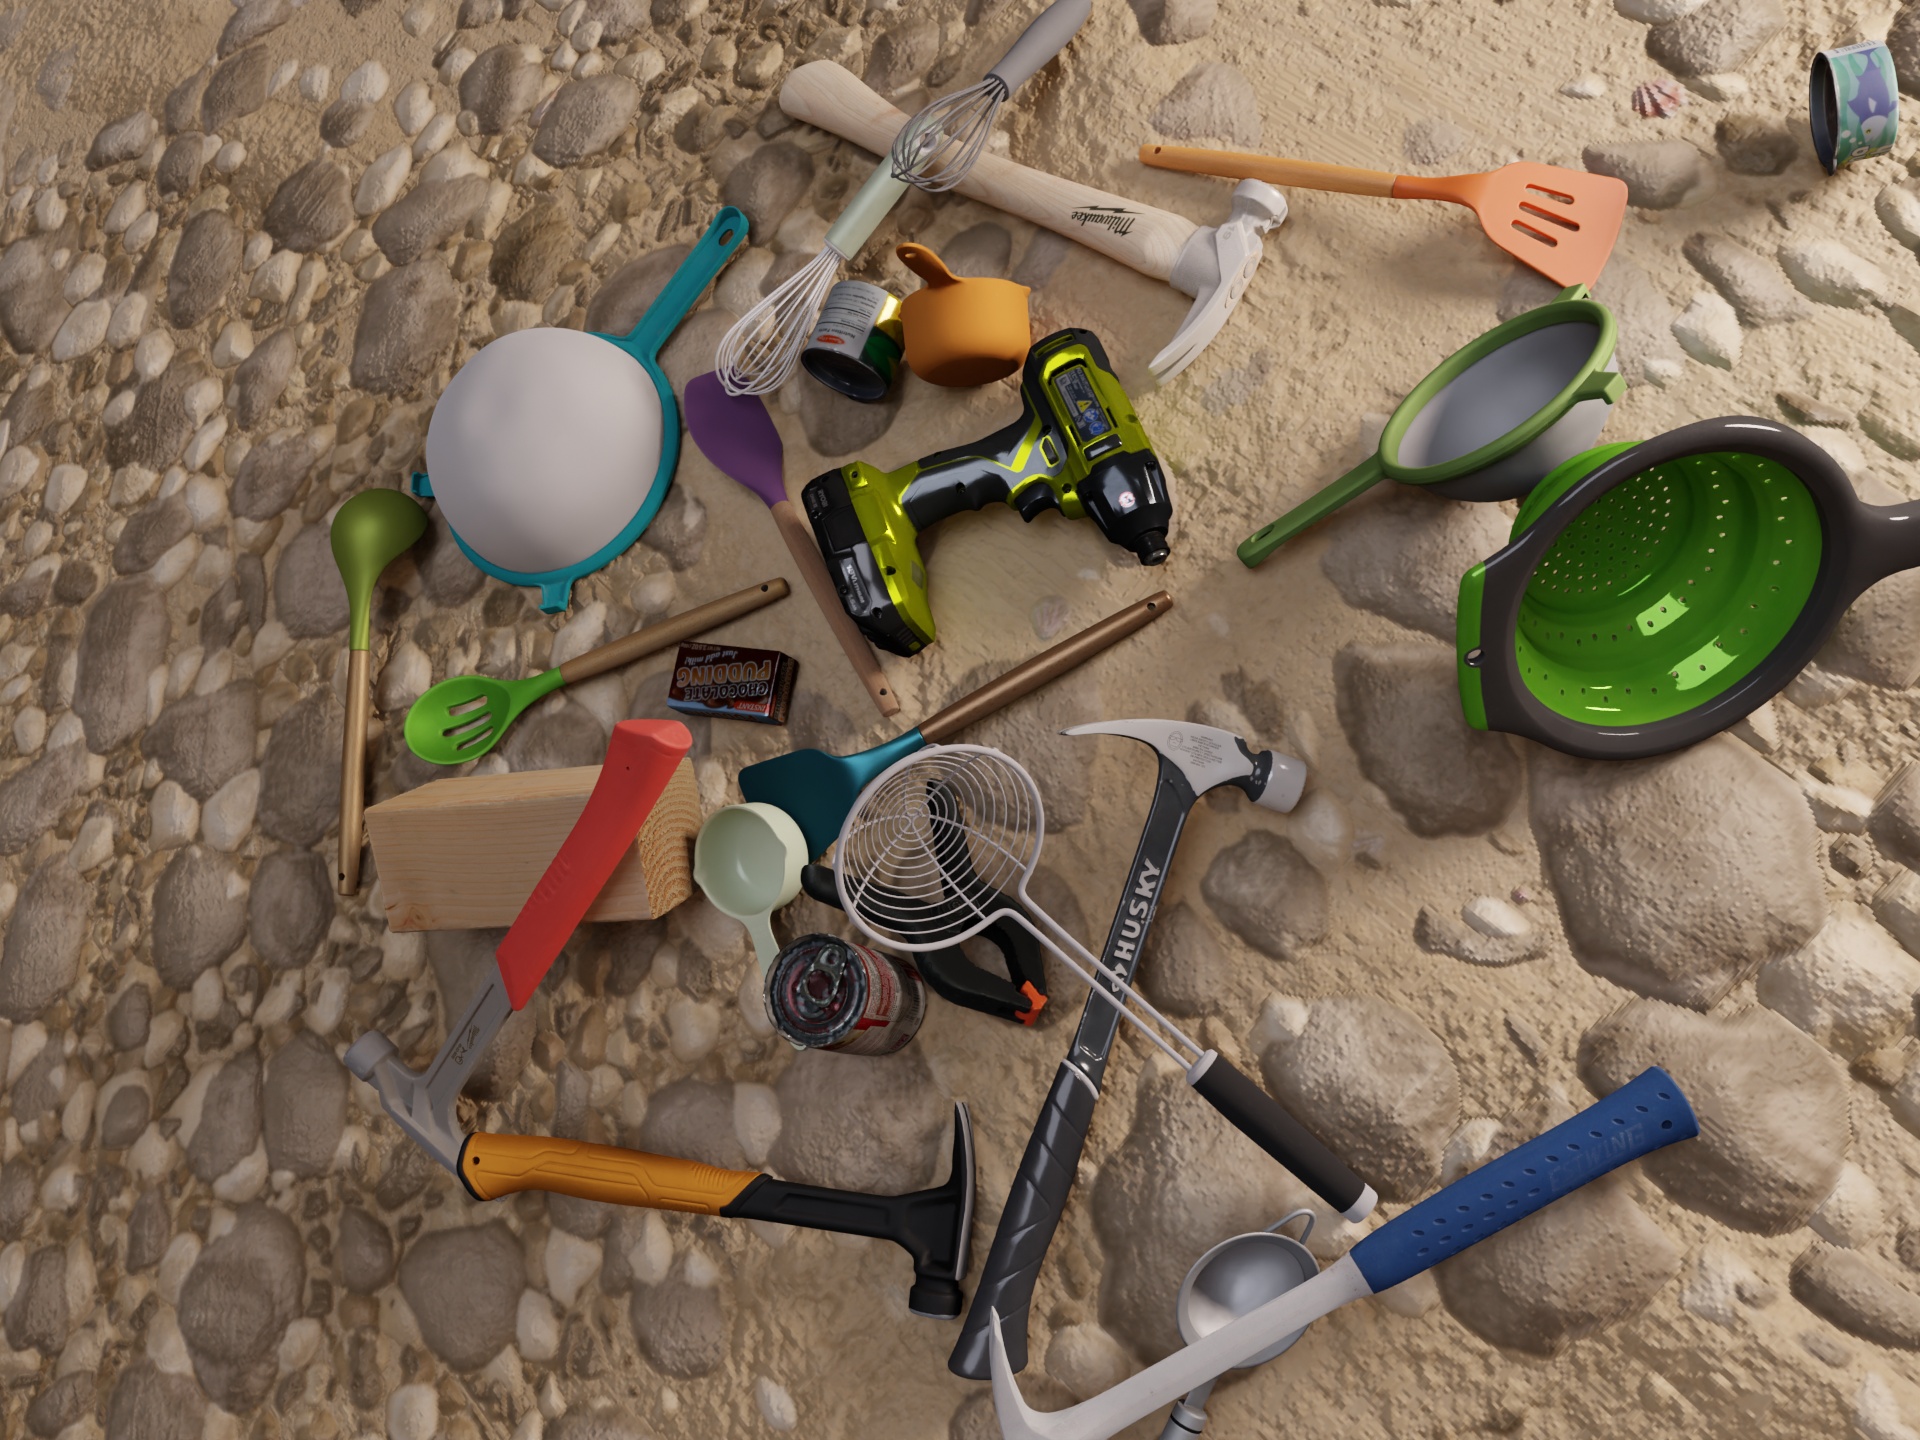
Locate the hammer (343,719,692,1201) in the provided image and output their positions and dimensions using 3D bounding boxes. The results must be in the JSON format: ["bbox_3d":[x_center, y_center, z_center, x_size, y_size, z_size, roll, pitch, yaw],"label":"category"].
[{"bbox_3d":[-0.267,0.147,1.025,0.149,0.037,0.359,39,111,7],"label":"hammer"}]

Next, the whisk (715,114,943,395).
[{"bbox_3d":[-0.095,-0.334,1.150,0.246,0.057,0.059,-50,38,9],"label":"whisk"}]

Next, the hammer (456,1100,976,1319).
[{"bbox_3d":[-0.157,0.286,0.998,0.337,0.034,0.127,4,77,12],"label":"hammer"}]

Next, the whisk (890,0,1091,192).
[{"bbox_3d":[0.027,-0.447,1.116,0.055,0.055,0.239,24,61,25],"label":"whisk"}]

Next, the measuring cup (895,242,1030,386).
[{"bbox_3d":[-0.008,-0.264,1.047,0.095,0.173,0.052,-8,85,16],"label":"measuring cup"}]

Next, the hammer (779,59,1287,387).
[{"bbox_3d":[0.023,-0.379,1.142,0.411,0.038,0.146,32,89,25],"label":"hammer"}]

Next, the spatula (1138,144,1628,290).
[{"bbox_3d":[0.266,-0.350,1.050,0.323,0.041,0.081,19,82,28],"label":"spatula"}]

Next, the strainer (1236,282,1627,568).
[{"bbox_3d":[0.288,-0.148,0.960,0.256,0.069,0.152,-33,23,29],"label":"strainer"}]

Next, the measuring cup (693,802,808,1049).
[{"bbox_3d":[-0.123,0.135,1.059,0.083,0.038,0.167,-20,87,31],"label":"measuring cup"}]

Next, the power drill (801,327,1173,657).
[{"bbox_3d":[0.021,-0.140,1.056,0.223,0.080,0.171,-26,68,9],"label":"power drill"}]

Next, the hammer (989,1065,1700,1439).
[{"bbox_3d":[0.202,0.295,0.848,0.405,0.035,0.144,-30,95,1],"label":"hammer"}]

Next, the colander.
[{"bbox_3d":[0.449,-0.106,0.873,0.397,0.204,0.095,-14,35,0],"label":"colander"}]

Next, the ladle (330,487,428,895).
[{"bbox_3d":[-0.457,-0.025,1.229,0.078,0.062,0.320,-3,81,20],"label":"ladle"}]

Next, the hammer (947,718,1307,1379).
[{"bbox_3d":[0.073,0.192,0.944,0.149,0.036,0.409,20,87,-5],"label":"hammer"}]

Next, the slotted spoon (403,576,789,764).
[{"bbox_3d":[-0.266,-0.041,1.163,0.314,0.031,0.070,-21,69,12],"label":"slotted spoon"}]

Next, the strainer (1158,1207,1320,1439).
[{"bbox_3d":[0.129,0.380,0.890,0.086,0.050,0.258,25,91,-18],"label":"strainer"}]

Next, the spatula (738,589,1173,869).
[{"bbox_3d":[-0.002,-0.003,1.051,0.317,0.044,0.082,-29,83,5],"label":"spatula"}]

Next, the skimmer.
[{"bbox_3d":[0.088,0.156,0.876,0.363,0.090,0.127,41,90,4],"label":"skimmer"}]

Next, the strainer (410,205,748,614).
[{"bbox_3d":[-0.285,-0.263,1.193,0.211,0.095,0.340,39,93,25],"label":"strainer"}]

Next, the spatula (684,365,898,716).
[{"bbox_3d":[-0.120,-0.132,1.134,0.060,0.018,0.316,-24,67,-14],"label":"spatula"}]
